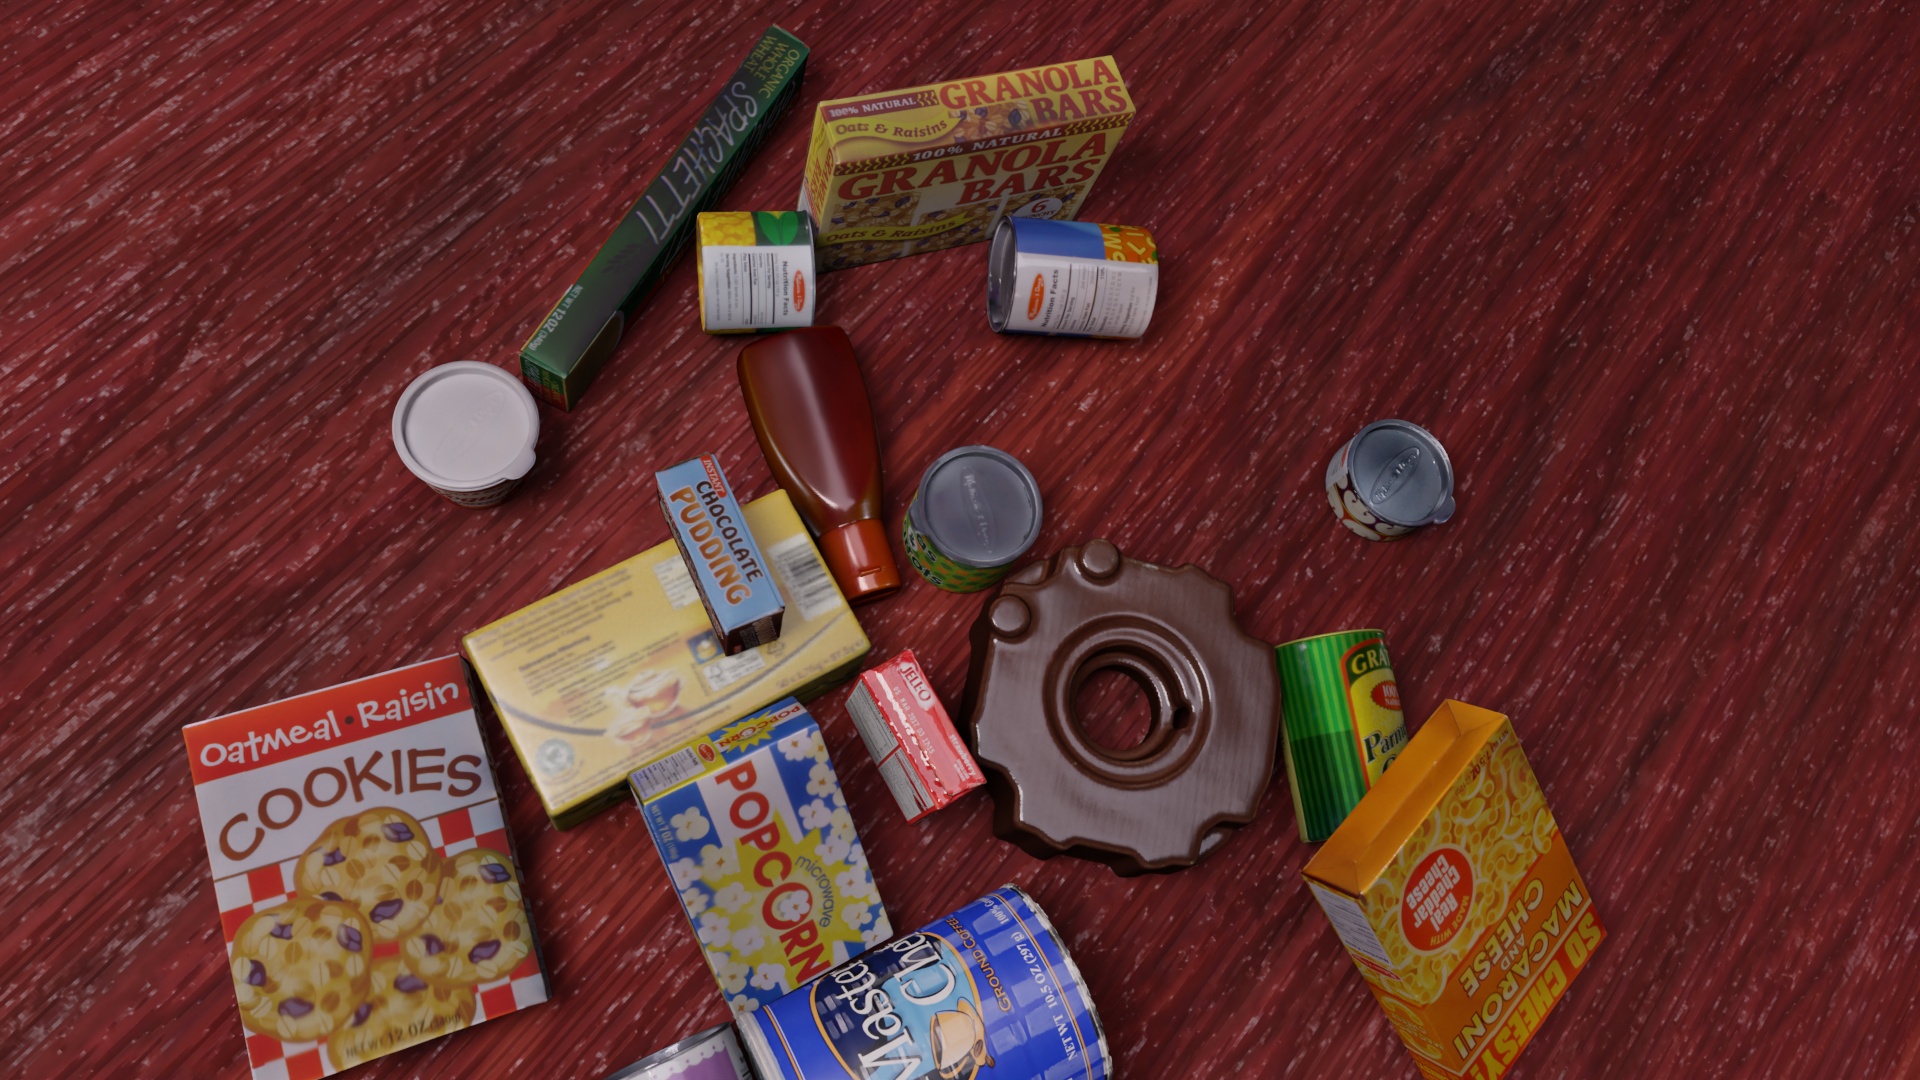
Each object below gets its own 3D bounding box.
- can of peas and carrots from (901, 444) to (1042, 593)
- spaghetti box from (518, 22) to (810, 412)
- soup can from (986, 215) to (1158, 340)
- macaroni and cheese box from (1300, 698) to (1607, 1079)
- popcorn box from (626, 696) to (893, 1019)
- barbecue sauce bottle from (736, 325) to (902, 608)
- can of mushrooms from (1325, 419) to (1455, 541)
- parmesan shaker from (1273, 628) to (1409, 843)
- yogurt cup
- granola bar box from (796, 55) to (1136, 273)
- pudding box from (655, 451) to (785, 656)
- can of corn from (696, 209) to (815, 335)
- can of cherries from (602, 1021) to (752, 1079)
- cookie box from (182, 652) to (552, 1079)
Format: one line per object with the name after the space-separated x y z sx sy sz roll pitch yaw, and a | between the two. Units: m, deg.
0.003 -0.009 0.737 0.071 0.058 0.071 3 72 -10 | can of peas and carrots
-0.158 -0.181 0.761 0.029 0.050 0.251 31 69 -3 | spaghetti box
0.062 -0.150 0.793 0.084 0.071 0.071 2 73 -13 | soup can
0.252 0.182 0.699 0.124 0.040 0.166 -43 117 -20 | macaroni and cheese box
-0.091 0.147 0.645 0.085 0.038 0.126 -24 114 -19 | popcorn box
-0.070 -0.039 0.739 0.065 0.043 0.149 -15 77 -16 | barbecue sauce bottle
0.252 -0.033 0.812 0.071 0.033 0.071 4 71 -11 | can of mushrooms
0.206 0.105 0.742 0.071 0.071 0.103 -5 74 -14 | parmesan shaker
-0.245 -0.049 0.698 0.072 0.053 0.072 4 72 -11 | yogurt cup
-0.003 -0.205 0.764 0.166 0.124 0.039 -15 78 -16 | granola bar box
-0.111 0.007 0.639 0.030 0.049 0.084 -23 77 -16 | pudding box
-0.112 -0.146 0.754 0.058 0.071 0.071 -4 74 -13 | can of corn
-0.125 0.258 0.620 0.072 0.071 0.058 -22 80 -18 | can of cherries
-0.270 0.149 0.638 0.123 0.040 0.167 -15 77 -16 | cookie box
